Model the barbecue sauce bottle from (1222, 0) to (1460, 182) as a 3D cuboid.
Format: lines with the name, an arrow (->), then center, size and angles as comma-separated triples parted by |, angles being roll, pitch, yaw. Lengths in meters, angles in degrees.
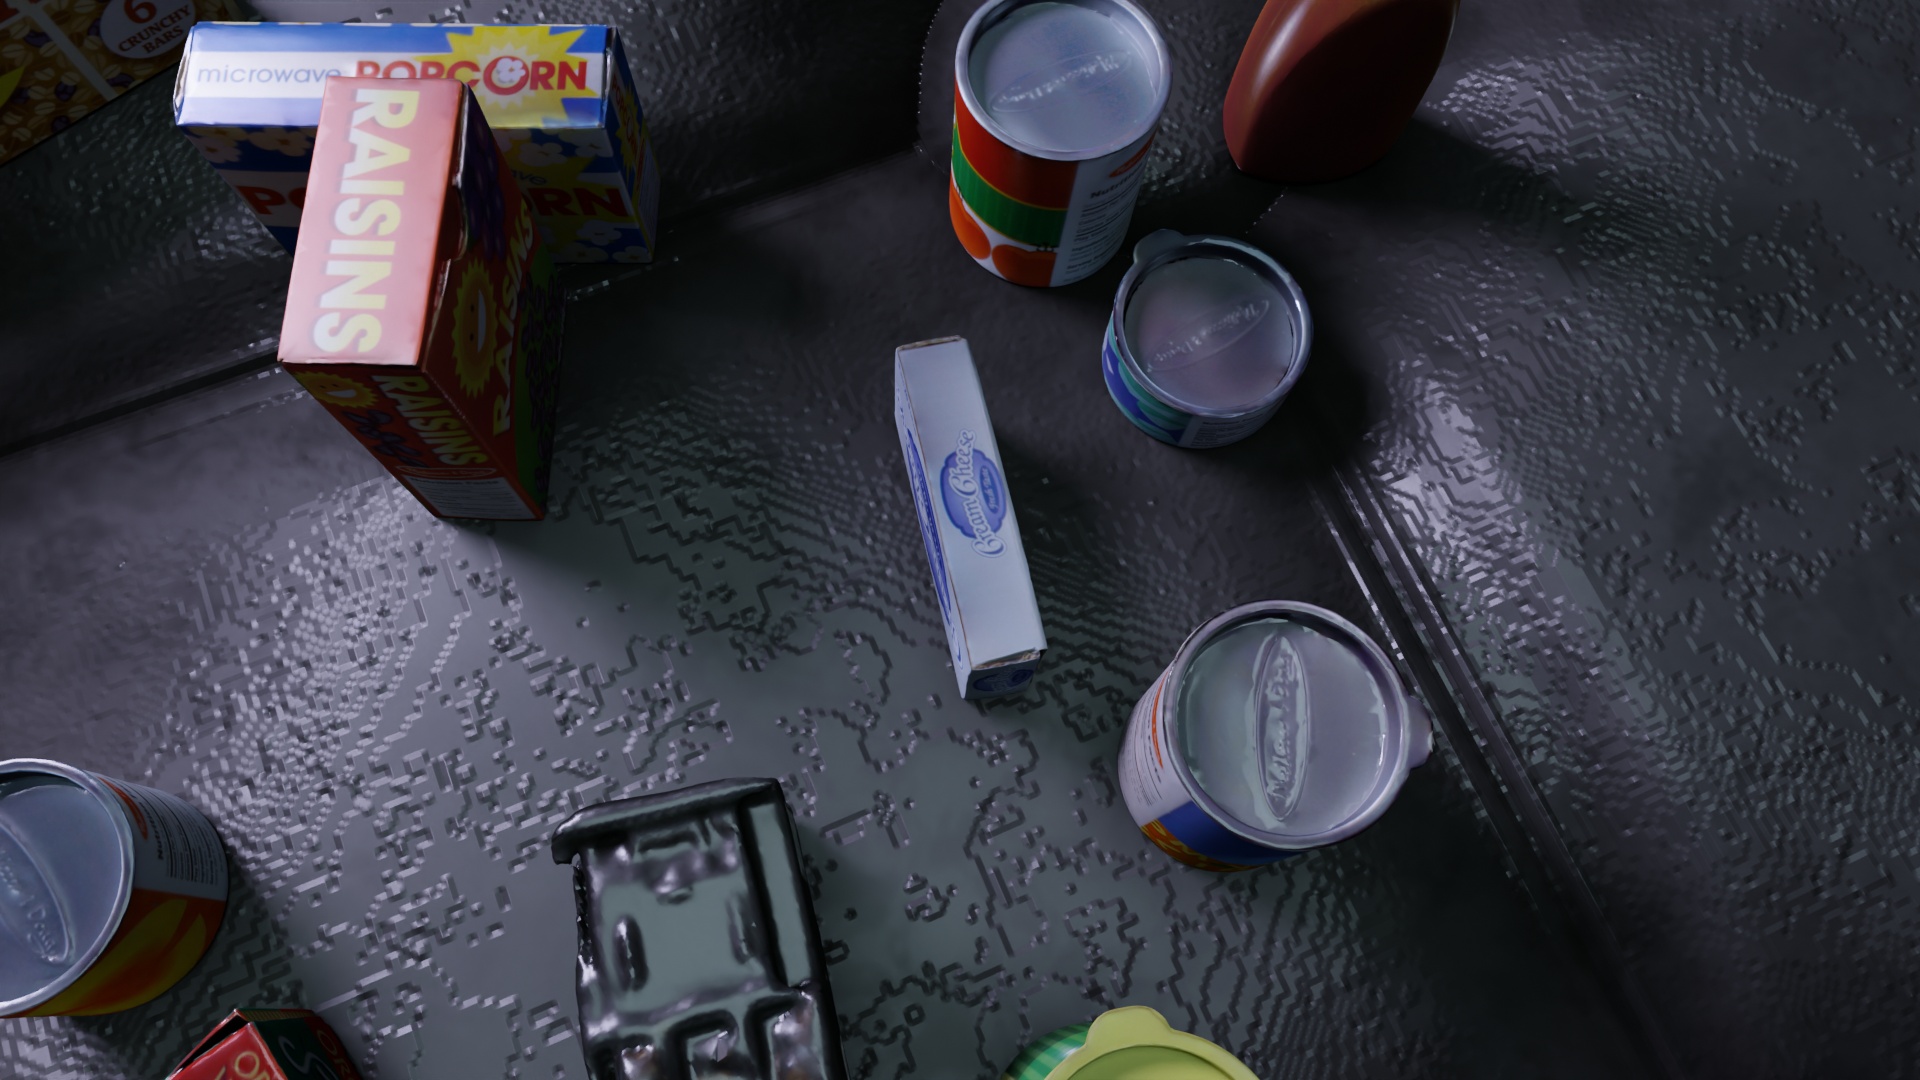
barbecue sauce bottle -> 0.130, -0.172, 0.442 | 0.065, 0.148, 0.044 | -8, 73, -5

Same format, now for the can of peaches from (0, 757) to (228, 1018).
can of peaches -> -0.251, 0.099, 0.385 | 0.071, 0.058, 0.071 | 1, 72, -2

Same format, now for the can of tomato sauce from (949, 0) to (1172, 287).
can of tomato sauce -> 0.029, -0.133, 0.460 | 0.071, 0.083, 0.071 | 1, 72, -2

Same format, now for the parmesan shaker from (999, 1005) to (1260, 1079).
parmesan shaker -> 0.041, 0.156, 0.355 | 0.071, 0.102, 0.071 | 1, 72, -2

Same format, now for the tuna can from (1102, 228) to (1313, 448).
tuna can -> 0.080, -0.068, 0.467 | 0.071, 0.032, 0.071 | 1, 72, -2

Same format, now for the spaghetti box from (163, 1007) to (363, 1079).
spaghetti box -> -0.120, 0.229, 0.352 | 0.029, 0.050, 0.250 | -37, 77, -13

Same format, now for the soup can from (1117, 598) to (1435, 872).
soup can -> 0.086, 0.060, 0.399 | 0.071, 0.083, 0.071 | 1, 72, -2

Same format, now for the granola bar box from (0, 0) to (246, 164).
granola bar box -> -0.331, -0.172, 0.435 | 0.166, 0.124, 0.039 | -38, 78, -13

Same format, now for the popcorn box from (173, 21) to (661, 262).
popcorn box -> -0.167, -0.125, 0.447 | 0.127, 0.085, 0.038 | -1, 72, -3

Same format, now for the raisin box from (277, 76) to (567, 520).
raisin box -> -0.150, -0.064, 0.408 | 0.040, 0.123, 0.086 | 2, 72, -2

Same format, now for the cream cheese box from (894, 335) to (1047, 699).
cream cheese box -> 0.002, -0.005, 0.432 | 0.024, 0.053, 0.104 | -12, 73, -6
